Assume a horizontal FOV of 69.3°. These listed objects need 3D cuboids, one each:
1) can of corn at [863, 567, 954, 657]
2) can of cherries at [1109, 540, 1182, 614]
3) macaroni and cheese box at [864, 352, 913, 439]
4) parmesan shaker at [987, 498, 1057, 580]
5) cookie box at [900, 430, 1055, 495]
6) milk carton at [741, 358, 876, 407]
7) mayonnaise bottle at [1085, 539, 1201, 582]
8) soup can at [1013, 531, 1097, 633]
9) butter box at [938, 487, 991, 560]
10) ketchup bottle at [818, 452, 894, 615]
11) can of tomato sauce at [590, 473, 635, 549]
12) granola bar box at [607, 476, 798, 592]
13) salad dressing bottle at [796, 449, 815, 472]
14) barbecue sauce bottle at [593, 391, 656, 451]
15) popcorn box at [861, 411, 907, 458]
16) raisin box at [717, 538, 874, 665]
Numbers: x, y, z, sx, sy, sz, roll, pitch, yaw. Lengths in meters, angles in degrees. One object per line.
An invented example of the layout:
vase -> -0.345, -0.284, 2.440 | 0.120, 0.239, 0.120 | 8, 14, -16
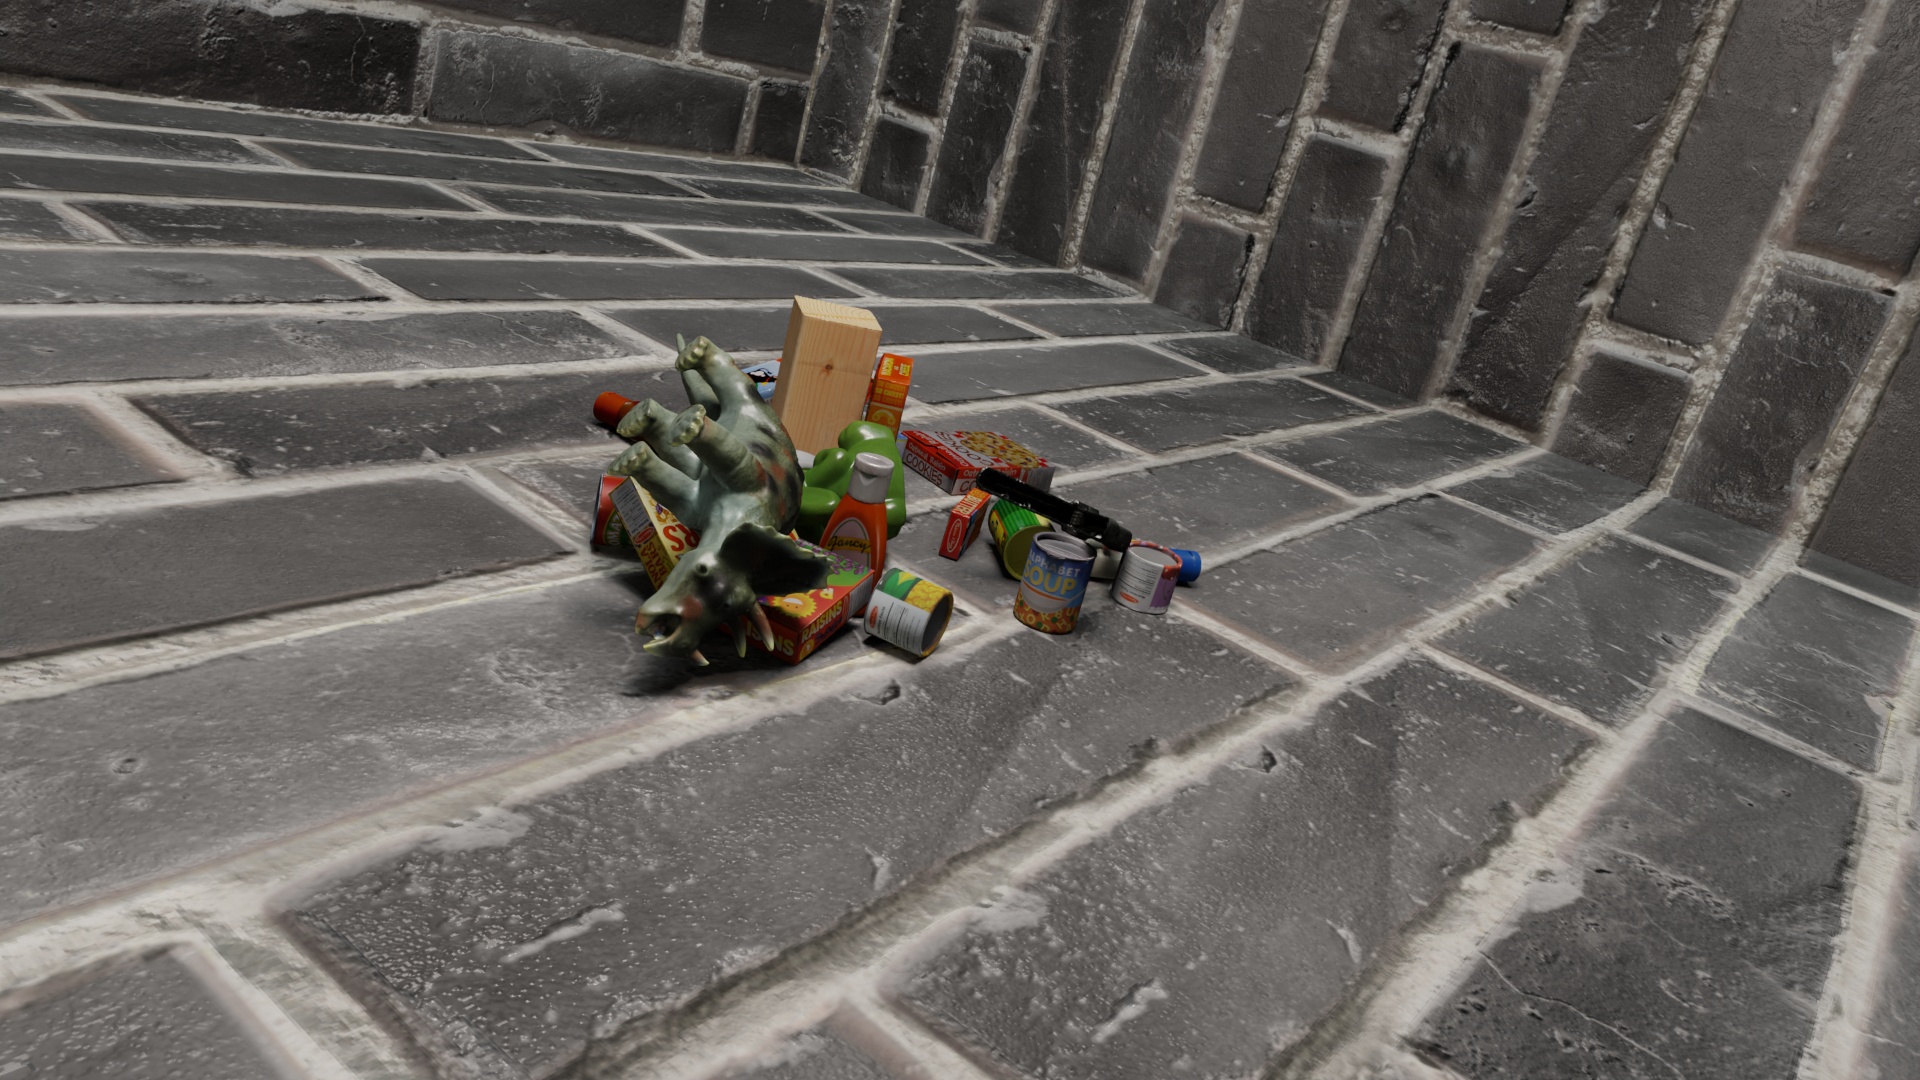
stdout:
can of corn -> -0.045, 0.064, 1.259 | 0.058, 0.071, 0.071 | 23, 21, 18
can of cherries -> 0.203, 0.039, 1.514 | 0.071, 0.058, 0.072 | 13, 21, -5
macaroni and cheese box -> -0.091, -0.115, 1.554 | 0.040, 0.165, 0.124 | 13, 20, -4
parmesan shaker -> 0.071, -0.002, 1.524 | 0.071, 0.071, 0.103 | 10, 20, -14
cookie box -> 0.020, -0.102, 1.779 | 0.168, 0.040, 0.123 | -3, 27, -40
milk carton -> -0.191, -0.184, 1.711 | 0.191, 0.073, 0.072 | -20, 37, -24
mayonnaise bottle -> 0.202, 0.022, 1.580 | 0.148, 0.041, 0.065 | 6, 24, -21
soup can -> 0.093, 0.043, 1.389 | 0.071, 0.083, 0.071 | 13, 20, -5
butter box -> 0.005, -0.019, 1.534 | 0.024, 0.053, 0.104 | 20, 21, 9
ketchup bottle -> -0.096, -0.007, 1.293 | 0.065, 0.148, 0.044 | 18, 18, 7
can of tomato sauce -> -0.302, -0.022, 1.308 | 0.083, 0.071, 0.071 | 9, 21, -17
granola bar box -> -0.227, -0.010, 1.272 | 0.166, 0.039, 0.124 | -17, 76, -55
salad dressing bottle -> -0.199, -0.076, 1.479 | 0.147, 0.064, 0.044 | 26, 25, -38
barbecue sauce bottle -> -0.353, -0.130, 1.587 | 0.149, 0.043, 0.065 | 24, 21, 24
popcorn box -> -0.140, -0.136, 1.760 | 0.085, 0.038, 0.127 | -3, 27, -43
raisin box -> -0.144, 0.052, 1.229 | 0.086, 0.039, 0.124 | 23, 34, 19
